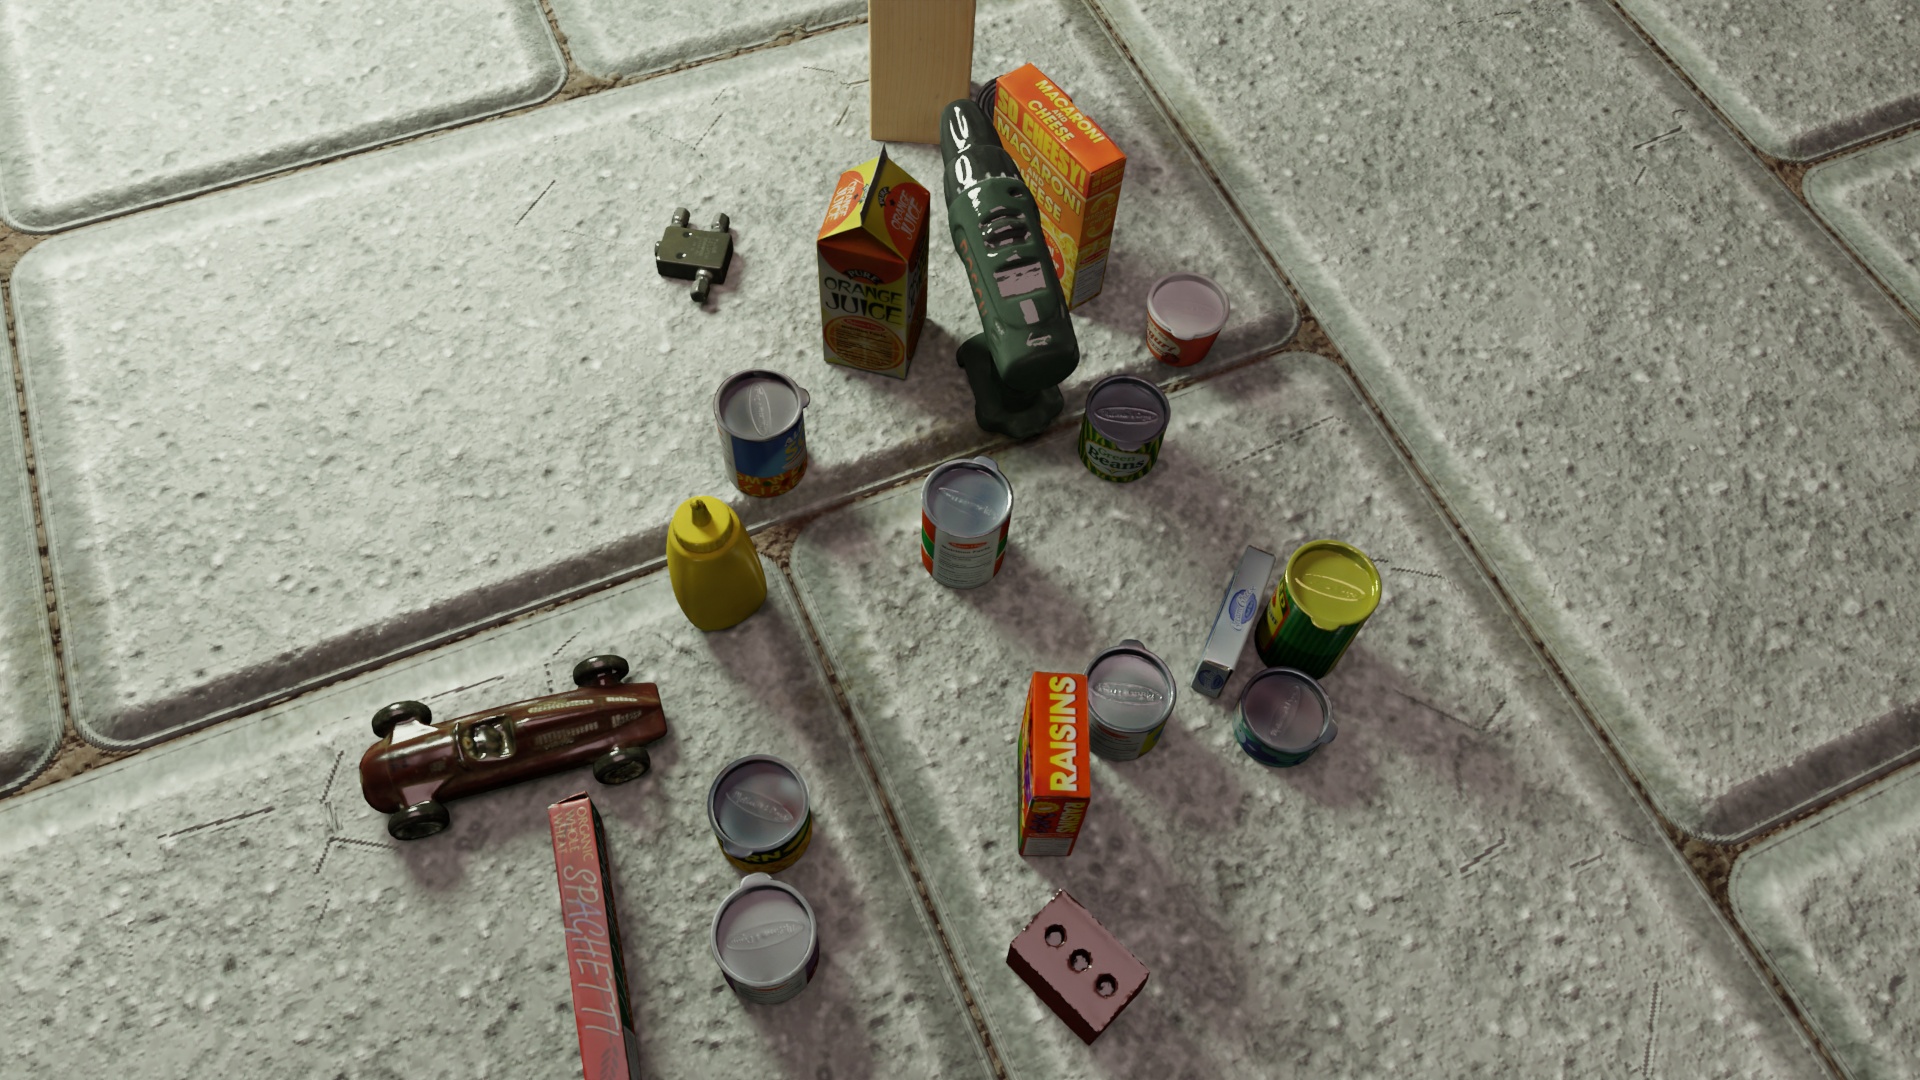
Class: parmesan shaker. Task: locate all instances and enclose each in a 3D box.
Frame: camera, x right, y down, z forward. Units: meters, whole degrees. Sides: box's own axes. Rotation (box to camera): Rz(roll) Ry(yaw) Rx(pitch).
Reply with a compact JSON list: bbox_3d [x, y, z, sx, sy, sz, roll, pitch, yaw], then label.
[{"bbox_3d":[0.253,0.055,0.994,0.071,0.102,0.071,1,61,-2],"label":"parmesan shaker"}]

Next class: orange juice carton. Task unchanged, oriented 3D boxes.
[{"bbox_3d":[-0.067,-0.215,1.078,0.073,0.191,0.072,13,61,5],"label":"orange juice carton"}]

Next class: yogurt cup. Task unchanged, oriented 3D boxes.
[{"bbox_3d":[0.185,-0.181,1.152,0.072,0.053,0.073,1,61,-2],"label":"yogurt cup"}]

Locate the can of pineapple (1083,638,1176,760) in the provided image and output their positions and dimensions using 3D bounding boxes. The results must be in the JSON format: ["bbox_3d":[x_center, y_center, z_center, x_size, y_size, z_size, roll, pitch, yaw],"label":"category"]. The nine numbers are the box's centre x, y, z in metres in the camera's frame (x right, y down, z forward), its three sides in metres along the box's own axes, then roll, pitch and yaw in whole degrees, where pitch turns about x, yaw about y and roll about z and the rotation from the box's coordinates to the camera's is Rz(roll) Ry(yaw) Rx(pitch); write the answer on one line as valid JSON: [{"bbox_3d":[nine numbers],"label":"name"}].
[{"bbox_3d":[0.116,0.114,0.979,0.071,0.057,0.071,1,61,-2],"label":"can of pineapple"}]

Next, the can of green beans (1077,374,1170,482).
[{"bbox_3d":[0.128,-0.088,1.094,0.071,0.057,0.071,1,61,-2],"label":"can of green beans"}]

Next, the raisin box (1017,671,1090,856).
[{"bbox_3d":[0.060,0.150,0.919,0.040,0.122,0.086,3,61,-1],"label":"raisin box"}]

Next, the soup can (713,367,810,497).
[{"bbox_3d":[-0.148,-0.081,1.061,0.071,0.083,0.071,1,61,-2],"label":"soup can"}]

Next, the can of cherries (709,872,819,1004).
[{"bbox_3d":[-0.123,0.255,0.887,0.071,0.058,0.072,1,61,-2],"label":"can of cherries"}]

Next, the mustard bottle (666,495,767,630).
[{"bbox_3d":[-0.173,0.009,0.965,0.065,0.159,0.049,-23,65,-15],"label":"mustard bottle"}]

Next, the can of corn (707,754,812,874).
[{"bbox_3d":[-0.134,0.186,0.926,0.071,0.058,0.071,1,61,-2],"label":"can of corn"}]

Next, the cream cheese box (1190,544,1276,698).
[{"bbox_3d":[0.200,0.060,1.017,0.024,0.053,0.104,22,62,9],"label":"cream cheese box"}]

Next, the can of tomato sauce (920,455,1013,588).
[{"bbox_3d":[0.004,-0.013,1.031,0.071,0.082,0.071,1,61,-2],"label":"can of tomato sauce"}]

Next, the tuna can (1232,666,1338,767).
[{"bbox_3d":[0.232,0.128,0.992,0.071,0.032,0.071,1,61,-2],"label":"tuna can"}]

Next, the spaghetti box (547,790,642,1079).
[{"bbox_3d":[-0.225,0.283,0.871,0.029,0.050,0.251,-12,62,-10],"label":"spaghetti box"}]

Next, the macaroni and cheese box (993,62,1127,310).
[{"bbox_3d":[0.075,-0.288,1.142,0.040,0.165,0.124,-31,67,-18],"label":"macaroni and cheese box"}]
